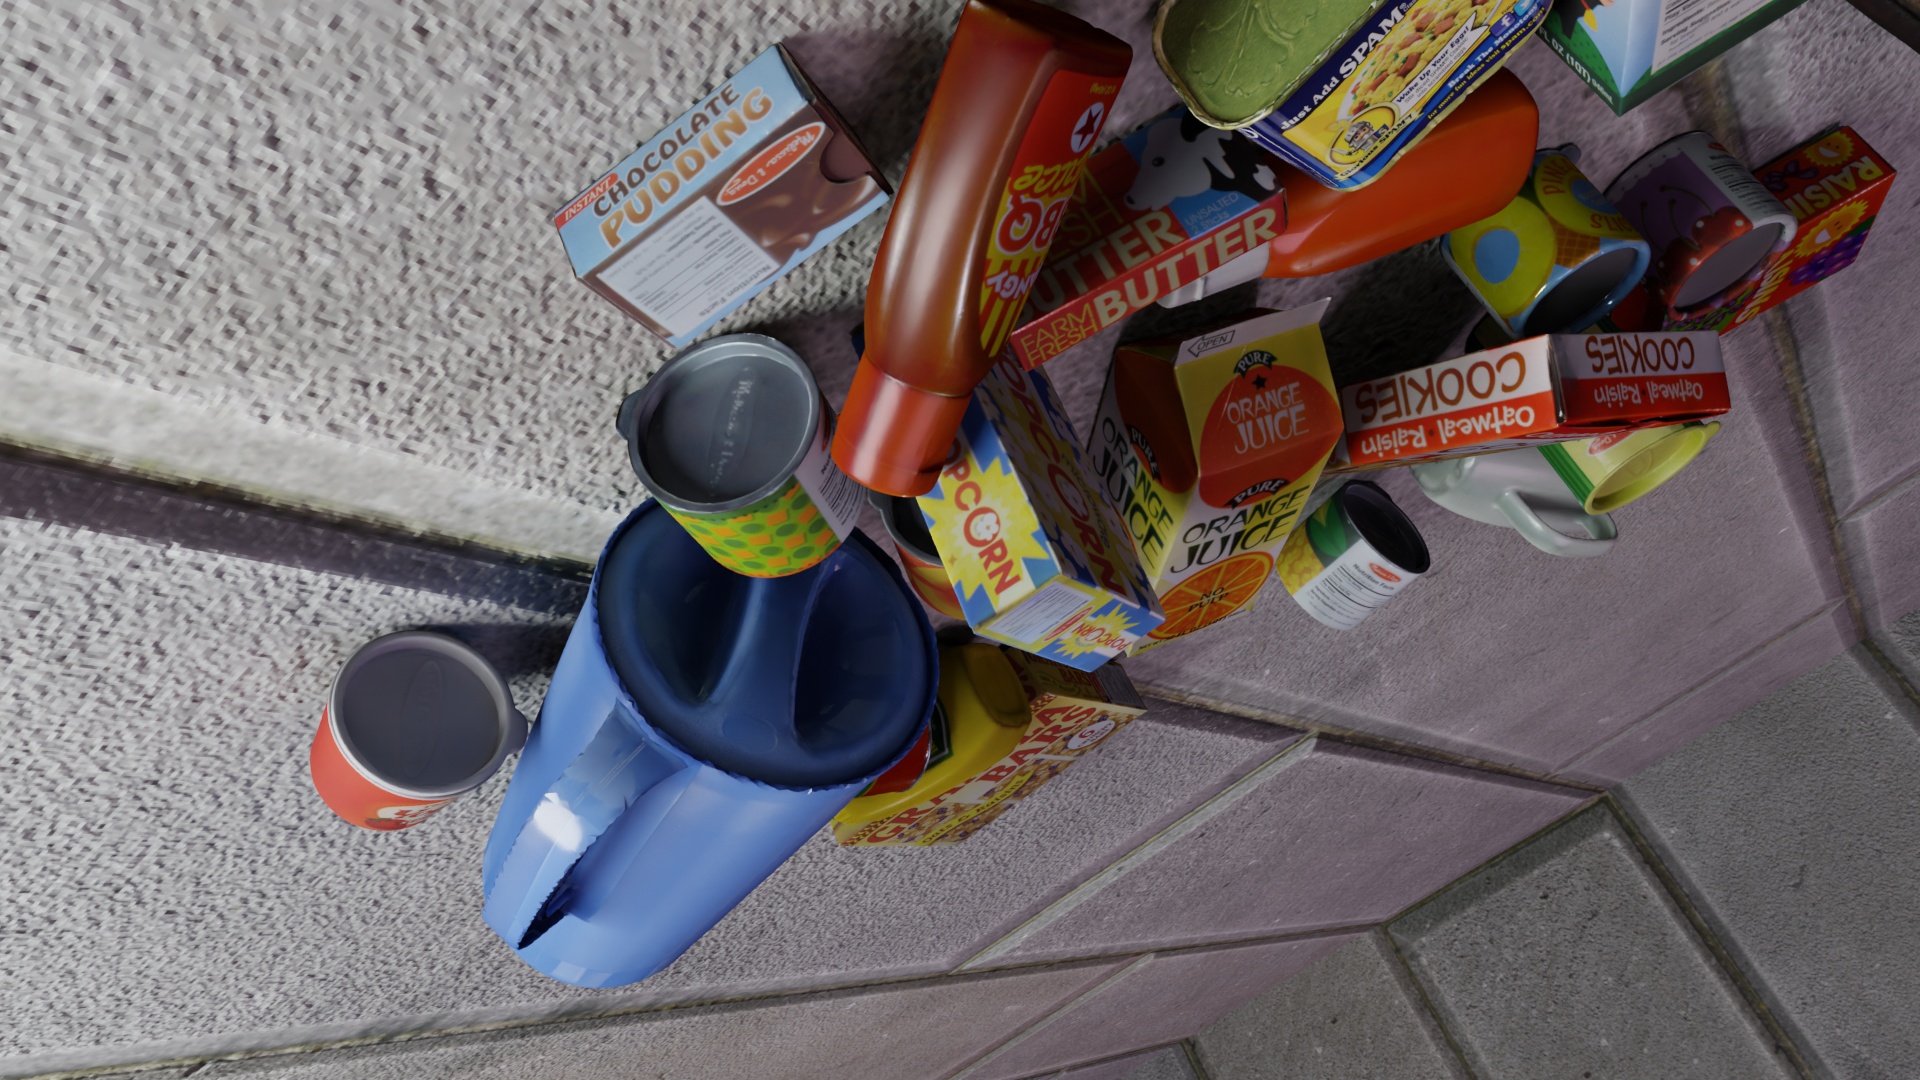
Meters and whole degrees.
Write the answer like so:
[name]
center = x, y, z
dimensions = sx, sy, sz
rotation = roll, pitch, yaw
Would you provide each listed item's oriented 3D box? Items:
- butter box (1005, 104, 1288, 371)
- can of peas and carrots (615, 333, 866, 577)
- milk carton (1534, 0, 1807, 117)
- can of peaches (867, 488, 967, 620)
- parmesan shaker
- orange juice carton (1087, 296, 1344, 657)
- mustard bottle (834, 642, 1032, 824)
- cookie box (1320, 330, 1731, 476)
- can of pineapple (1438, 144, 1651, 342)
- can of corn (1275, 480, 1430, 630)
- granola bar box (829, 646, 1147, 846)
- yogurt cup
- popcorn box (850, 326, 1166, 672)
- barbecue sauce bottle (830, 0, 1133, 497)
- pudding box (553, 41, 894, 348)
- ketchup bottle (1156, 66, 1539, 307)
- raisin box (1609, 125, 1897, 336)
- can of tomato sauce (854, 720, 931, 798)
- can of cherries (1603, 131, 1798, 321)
[butter box]
center = 0.052, -0.104, 0.467
dimensions = 0.103, 0.053, 0.024
rotation = -29, 150, 2
[can of peas and carrots]
center = -0.073, -0.027, 0.475
dimensions = 0.071, 0.071, 0.058
rotation = -27, 152, 0
[milk carton]
center = 0.201, -0.216, 0.389
dimensions = 0.073, 0.072, 0.190
rotation = -32, 153, 8
[can of peaches]
center = 0.002, -0.007, 0.575
dimensions = 0.071, 0.071, 0.058
rotation = -26, 152, -4
[parmesan shaker]
center = 0.312, -0.075, 0.691
dimensions = 0.071, 0.103, 0.071
rotation = -21, 152, -12
[orange juice carton]
center = 0.106, -0.033, 0.612
dimensions = 0.072, 0.073, 0.191
rotation = -18, 150, -17
[mustard bottle]
center = -0.034, 0.117, 0.754
dimensions = 0.159, 0.065, 0.049
rotation = -39, 154, 29
[cookie box]
center = 0.233, -0.058, 0.630
dimensions = 0.123, 0.040, 0.167
rotation = -7, 178, -33
[can of pineapple]
center = 0.253, -0.126, 0.601
dimensions = 0.071, 0.058, 0.070
rotation = -21, 151, -12
[can of corn]
center = 0.223, 0.008, 0.796
dimensions = 0.071, 0.071, 0.058
rotation = 2, 141, -43
[granola bar box]
center = 0.014, 0.127, 0.837
dimensions = 0.165, 0.039, 0.124
rotation = -39, 151, 22
[yogurt cup]
center = -0.211, 0.075, 0.528
dimensions = 0.072, 0.072, 0.053
rotation = 1, 149, -42
[popcorn box]
center = 0.017, -0.022, 0.495
dimensions = 0.038, 0.127, 0.085
rotation = -34, 151, 20
[barbecue sauce bottle]
center = 0.000, -0.084, 0.417
dimensions = 0.065, 0.044, 0.147
rotation = -28, 146, -58
[pudding box]
center = -0.067, -0.096, 0.400
dimensions = 0.083, 0.030, 0.049
rotation = -34, 150, 11
[ketchup bottle]
center = 0.137, -0.126, 0.514
dimensions = 0.149, 0.044, 0.064
rotation = -21, 151, -11
[raisin box]
center = 0.405, -0.148, 0.719
dimensions = 0.123, 0.040, 0.086
rotation = -29, 151, 6
[can of tomato sauce]
center = -0.066, 0.094, 0.685
dimensions = 0.083, 0.071, 0.071
rotation = -1, 142, -39
[can of cherries]
center = 0.338, -0.143, 0.646
dimensions = 0.071, 0.058, 0.071
rotation = -21, 151, -12
